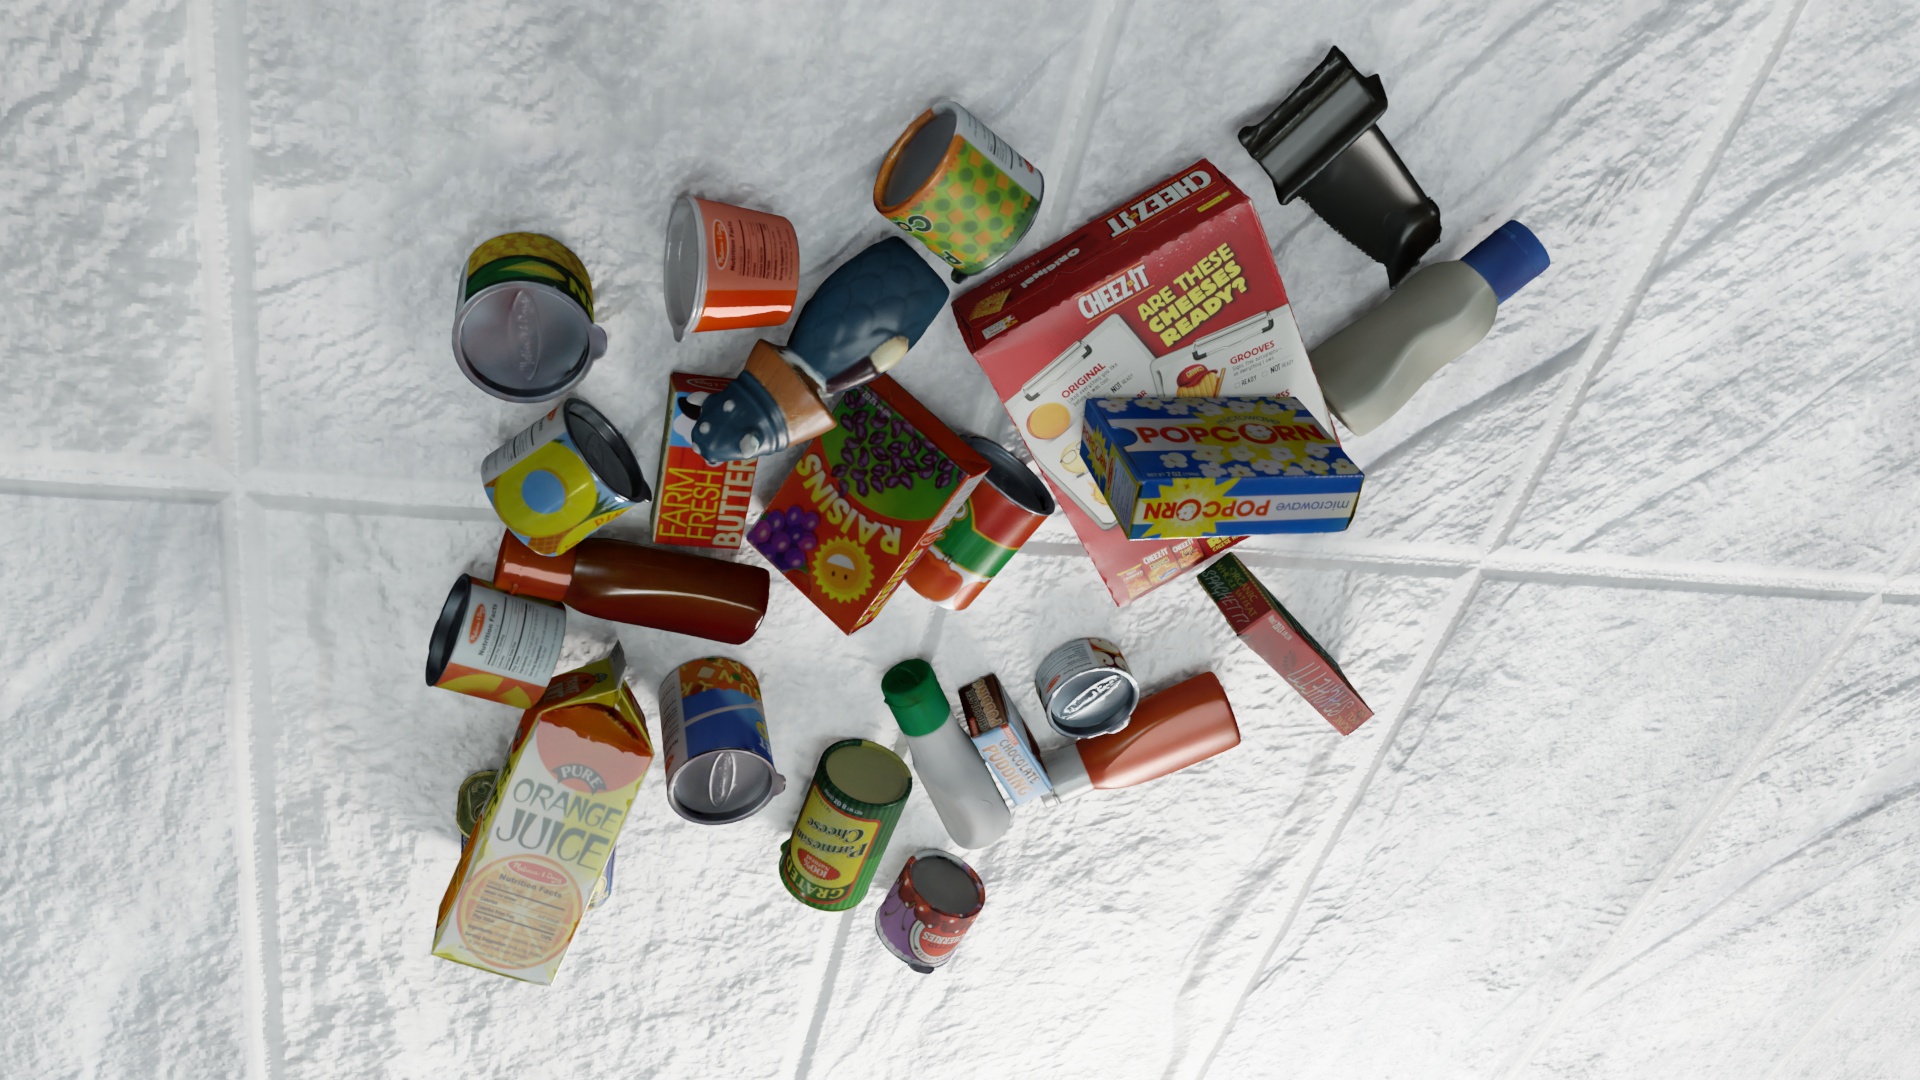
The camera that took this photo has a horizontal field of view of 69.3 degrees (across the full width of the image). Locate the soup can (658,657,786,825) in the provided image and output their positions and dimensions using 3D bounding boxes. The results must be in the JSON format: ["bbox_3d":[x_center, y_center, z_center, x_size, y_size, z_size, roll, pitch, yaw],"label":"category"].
[{"bbox_3d":[-0.150,0.124,0.865,0.071,0.084,0.071,-8,129,-11],"label":"soup can"}]

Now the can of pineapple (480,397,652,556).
[{"bbox_3d":[-0.210,-0.032,0.739,0.058,0.071,0.071,-32,129,10],"label":"can of pineapple"}]

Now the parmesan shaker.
[{"bbox_3d":[-0.082,0.194,0.953,0.071,0.071,0.102,8,123,-22],"label":"parmesan shaker"}]

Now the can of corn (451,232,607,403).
[{"bbox_3d":[-0.211,-0.110,0.684,0.071,0.058,0.070,-8,128,-11],"label":"can of corn"}]

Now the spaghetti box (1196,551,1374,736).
[{"bbox_3d":[0.220,0.074,0.919,0.028,0.050,0.249,-38,145,12],"label":"spaghetti box"}]

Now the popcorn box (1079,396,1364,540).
[{"bbox_3d":[0.135,-0.040,0.733,0.127,0.085,0.038,-2,126,-15],"label":"popcorn box"}]

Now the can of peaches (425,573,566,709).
[{"bbox_3d":[-0.266,0.058,0.794,0.058,0.071,0.071,20,118,-29],"label":"can of peaches"}]

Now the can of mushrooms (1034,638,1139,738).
[{"bbox_3d":[0.088,0.103,0.954,0.071,0.033,0.070,-9,128,-11],"label":"can of mushrooms"}]

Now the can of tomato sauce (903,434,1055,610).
[{"bbox_3d":[0.003,-0.010,0.821,0.071,0.071,0.082,26,116,-31],"label":"can of tomato sauce"}]

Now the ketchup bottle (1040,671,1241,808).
[{"bbox_3d":[0.123,0.148,0.992,0.149,0.044,0.064,-23,129,1],"label":"ketchup bottle"}]

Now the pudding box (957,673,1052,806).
[{"bbox_3d":[0.031,0.138,0.953,0.030,0.050,0.083,-26,129,6],"label":"pudding box"}]

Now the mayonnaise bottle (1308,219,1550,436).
[{"bbox_3d":[0.275,-0.128,0.819,0.148,0.065,0.041,-39,131,9],"label":"mayonnaise bottle"}]

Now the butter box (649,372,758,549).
[{"bbox_3d":[-0.142,-0.043,0.779,0.053,0.024,0.103,4,125,-19],"label":"butter box"}]

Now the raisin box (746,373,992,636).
[{"bbox_3d":[-0.053,-0.020,0.784,0.086,0.040,0.123,42,113,9],"label":"raisin box"}]

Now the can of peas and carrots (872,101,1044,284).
[{"bbox_3d":[-0.003,-0.173,0.694,0.058,0.071,0.070,32,112,-33],"label":"can of peas and carrots"}]

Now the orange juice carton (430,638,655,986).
[{"bbox_3d":[-0.238,0.153,0.820,0.073,0.072,0.192,24,90,-19],"label":"orange juice carton"}]

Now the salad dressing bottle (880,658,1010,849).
[{"bbox_3d":[-0.011,0.146,0.942,0.044,0.064,0.147,-36,124,-18],"label":"salad dressing bottle"}]

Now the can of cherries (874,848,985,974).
[{"bbox_3d":[-0.021,0.274,1.027,0.071,0.072,0.058,14,121,-26],"label":"can of cherries"}]

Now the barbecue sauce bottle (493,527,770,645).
[{"bbox_3d":[-0.189,0.025,0.799,0.149,0.044,0.064,13,152,-23],"label":"barbecue sauce bottle"}]

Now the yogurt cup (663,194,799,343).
[{"bbox_3d":[-0.114,-0.136,0.693,0.054,0.073,0.072,-1,127,-26],"label":"yogurt cup"}]
